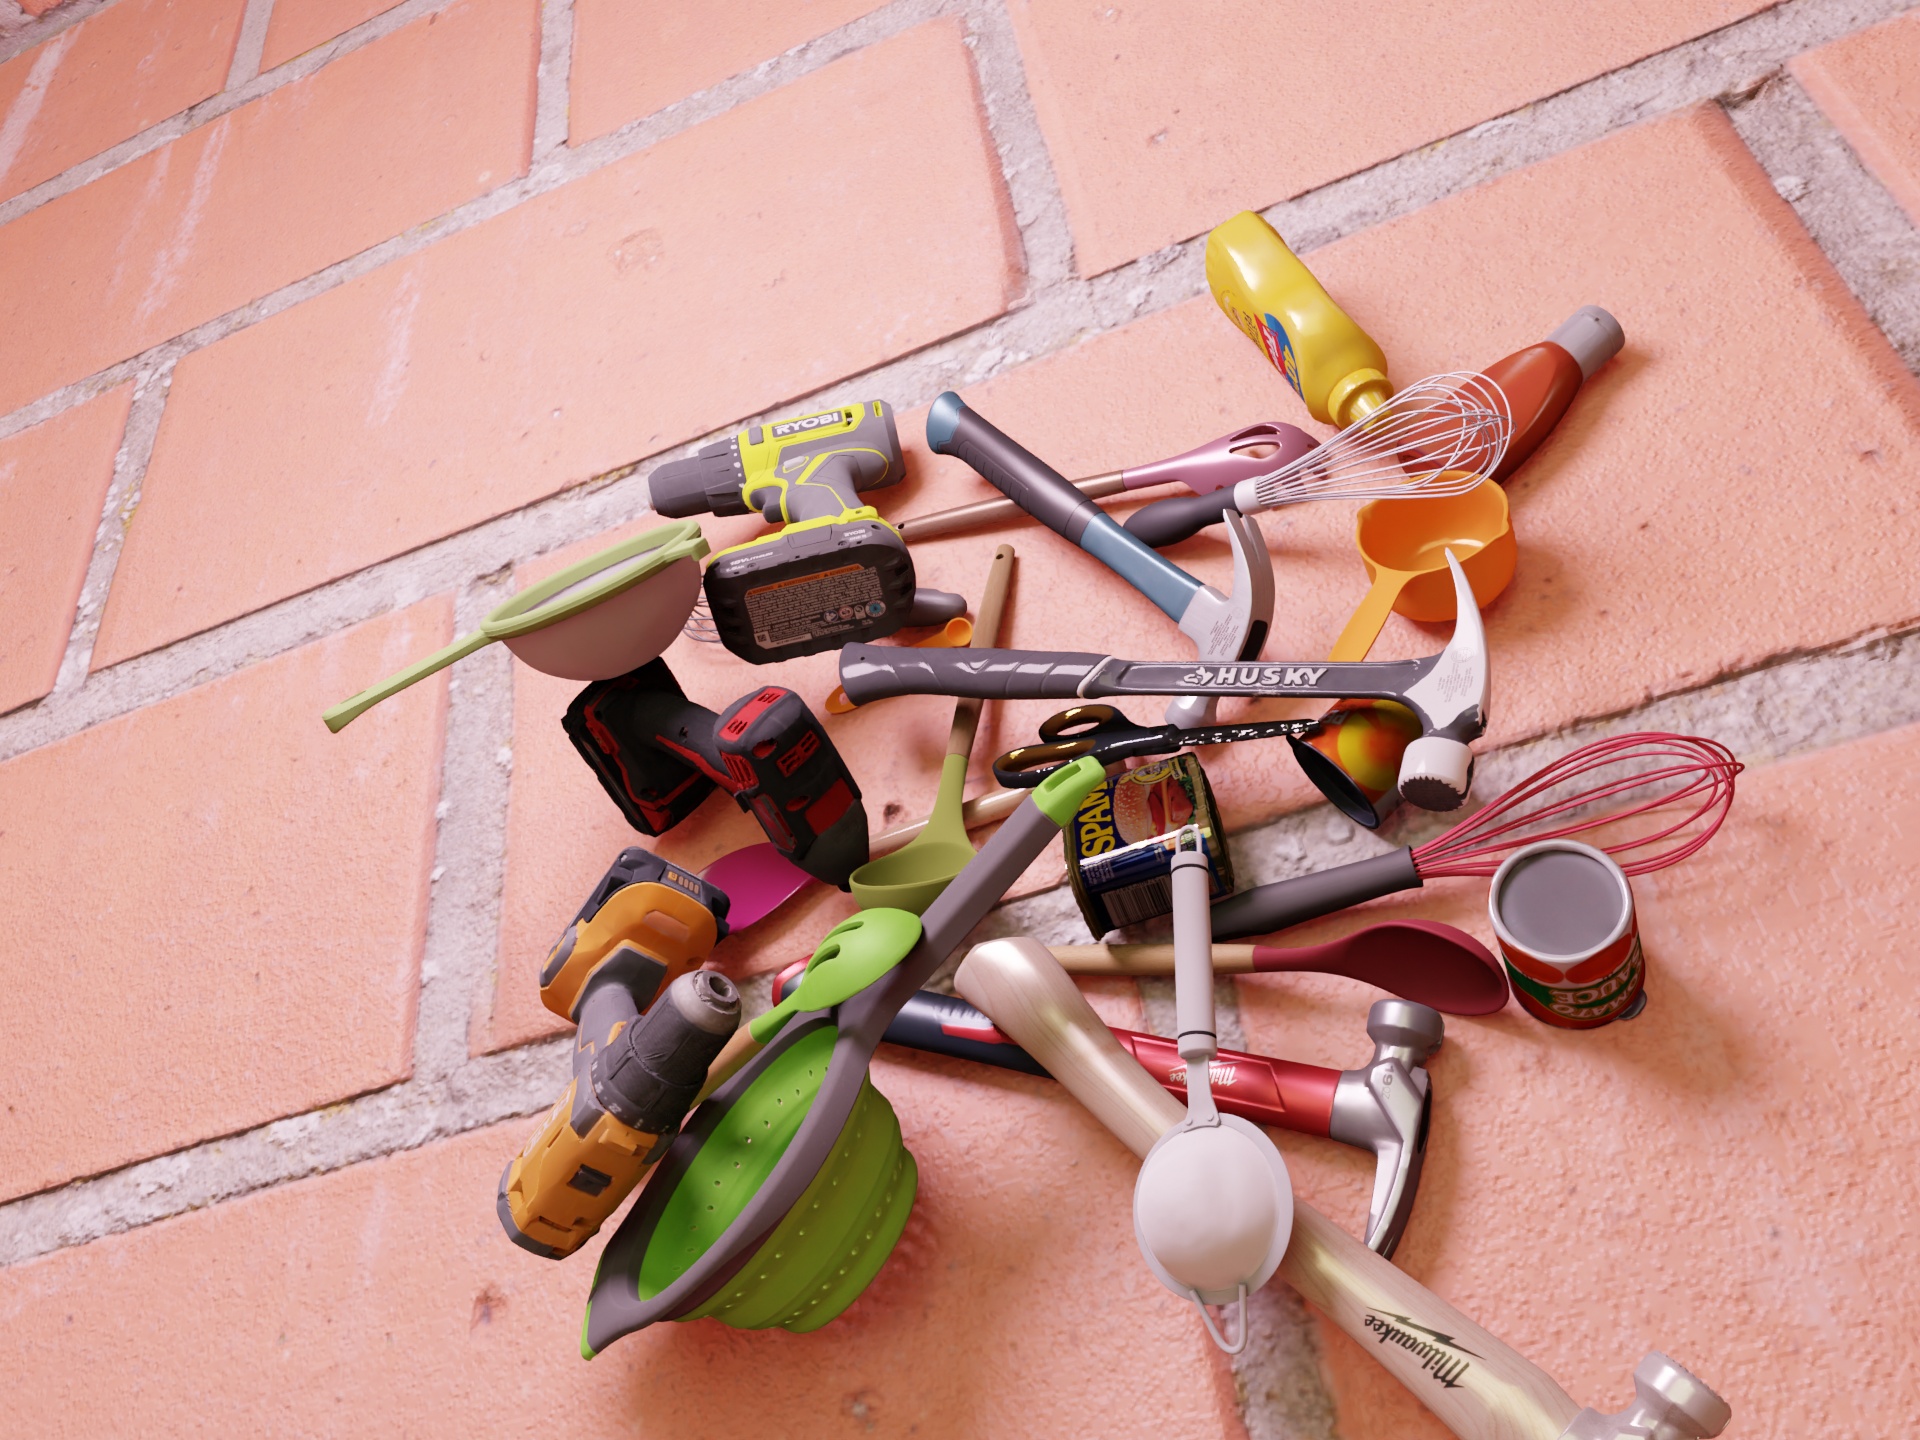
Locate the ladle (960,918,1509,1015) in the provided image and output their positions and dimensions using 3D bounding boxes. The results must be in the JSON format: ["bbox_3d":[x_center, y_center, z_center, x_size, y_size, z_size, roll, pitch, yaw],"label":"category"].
[{"bbox_3d":[0.137,0.132,0.867,0.315,0.069,0.031,-5,40,30],"label":"ladle"}]

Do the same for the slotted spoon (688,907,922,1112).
[{"bbox_3d":[-0.125,0.184,0.880,0.313,0.031,0.070,-43,9,36],"label":"slotted spoon"}]

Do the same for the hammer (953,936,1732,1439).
[{"bbox_3d":[0.134,0.239,0.757,0.411,0.038,0.146,35,82,38],"label":"hammer"}]

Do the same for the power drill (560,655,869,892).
[{"bbox_3d":[-0.146,0.035,1.005,0.220,0.143,0.078,13,50,46],"label":"power drill"}]

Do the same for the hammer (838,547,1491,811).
[{"bbox_3d":[0.099,-0.029,0.918,0.409,0.036,0.149,2,56,32],"label":"hammer"}]

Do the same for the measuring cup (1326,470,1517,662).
[{"bbox_3d":[0.260,-0.068,0.923,0.095,0.052,0.174,15,60,42],"label":"measuring cup"}]

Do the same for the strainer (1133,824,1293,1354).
[{"bbox_3d":[0.112,0.165,0.766,0.087,0.050,0.259,-23,50,34],"label":"strainer"}]

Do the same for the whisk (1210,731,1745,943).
[{"bbox_3d":[0.260,0.072,0.841,0.296,0.073,0.073,-20,52,20],"label":"whisk"}]

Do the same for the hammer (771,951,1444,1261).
[{"bbox_3d":[0.056,0.195,0.869,0.386,0.038,0.143,5,63,29],"label":"hammer"}]

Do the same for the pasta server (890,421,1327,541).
[{"bbox_3d":[0.092,-0.155,1.097,0.316,0.040,0.060,-9,55,26],"label":"pasta server"}]

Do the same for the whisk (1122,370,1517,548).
[{"bbox_3d":[0.205,-0.143,0.967,0.284,0.070,0.070,-13,50,48],"label":"whisk"}]

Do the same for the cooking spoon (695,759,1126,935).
[{"bbox_3d":[-0.045,0.078,1.011,0.319,0.017,0.069,-20,44,14],"label":"cooking spoon"}]

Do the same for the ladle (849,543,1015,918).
[{"bbox_3d":[-0.002,-0.003,1.003,0.078,0.062,0.320,-5,49,22],"label":"ladle"}]

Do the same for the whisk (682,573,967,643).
[{"bbox_3d":[-0.106,-0.082,1.132,0.239,0.055,0.055,1,60,23],"label":"whisk"}]

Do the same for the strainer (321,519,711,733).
[{"bbox_3d":[-0.265,-0.040,0.994,0.256,0.069,0.151,-30,18,-12],"label":"strainer"}]

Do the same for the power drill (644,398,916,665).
[{"bbox_3d":[-0.126,-0.139,1.116,0.190,0.080,0.229,-13,38,-1],"label":"power drill"}]

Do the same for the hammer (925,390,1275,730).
[{"bbox_3d":[0.078,-0.129,1.039,0.331,0.033,0.128,44,114,38],"label":"hammer"}]

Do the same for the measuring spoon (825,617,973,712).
[{"bbox_3d":[-0.042,-0.036,1.092,0.117,0.011,0.021,-30,82,9],"label":"measuring spoon"}]

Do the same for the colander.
[{"bbox_3d":[-0.036,0.190,0.832,0.397,0.094,0.205,-49,13,6],"label":"colander"}]

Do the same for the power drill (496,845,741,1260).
[{"bbox_3d":[-0.182,0.164,0.901,0.185,0.084,0.226,-52,21,20],"label":"power drill"}]
